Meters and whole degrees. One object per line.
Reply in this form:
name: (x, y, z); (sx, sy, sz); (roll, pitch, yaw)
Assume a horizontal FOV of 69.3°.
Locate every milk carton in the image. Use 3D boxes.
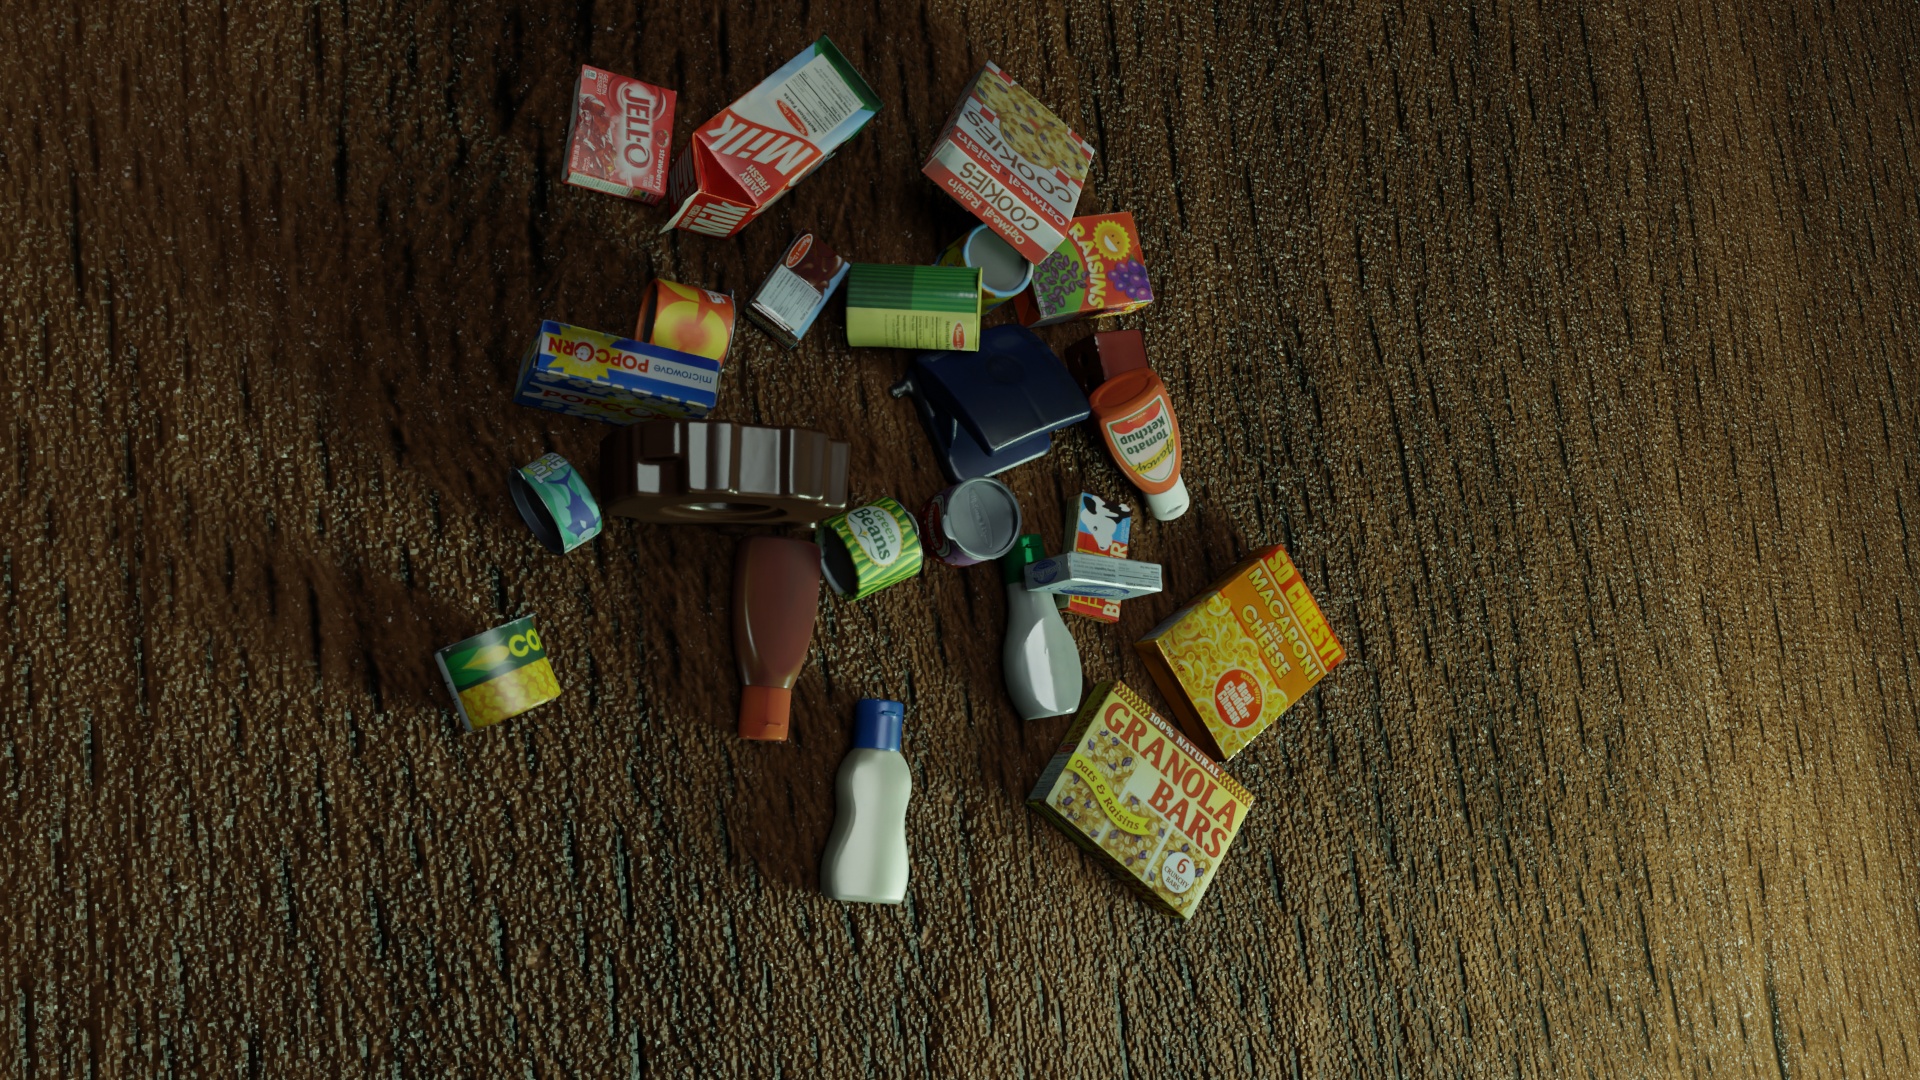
milk carton: (-0.156, -0.301, 1.074); (0.073, 0.072, 0.191); (49, 62, -11)

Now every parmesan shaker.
parmesan shaker: (-0.036, -0.186, 1.093); (0.103, 0.071, 0.071); (3, 78, 1)

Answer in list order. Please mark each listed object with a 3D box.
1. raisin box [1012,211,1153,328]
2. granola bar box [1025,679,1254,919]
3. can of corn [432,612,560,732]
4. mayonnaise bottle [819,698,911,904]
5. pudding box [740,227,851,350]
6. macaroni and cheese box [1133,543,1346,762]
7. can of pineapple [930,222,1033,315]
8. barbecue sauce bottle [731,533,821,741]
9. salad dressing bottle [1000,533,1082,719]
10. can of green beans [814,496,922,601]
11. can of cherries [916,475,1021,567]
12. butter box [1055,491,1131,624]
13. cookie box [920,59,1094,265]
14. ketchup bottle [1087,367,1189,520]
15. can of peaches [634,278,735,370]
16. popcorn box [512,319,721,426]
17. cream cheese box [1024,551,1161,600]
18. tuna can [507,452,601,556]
raisin box: (0.101, -0.237, 1.212); (0.124, 0.040, 0.086); (-13, 86, -29)
granola bar box: (0.150, 0.214, 1.150); (0.165, 0.039, 0.125); (41, 65, -14)
can of corn: (-0.305, 0.088, 0.923); (0.071, 0.071, 0.058); (-23, 92, -29)
mayonnaise bottle: (-0.067, 0.195, 1.042); (0.065, 0.041, 0.148); (12, 74, -27)
pudding box: (-0.129, -0.197, 1.091); (0.049, 0.030, 0.084); (37, 66, -15)
macaroni and cheese box: (0.247, 0.097, 1.222); (0.167, 0.040, 0.123); (-34, 96, -28)
can of pineapple: (0.018, -0.225, 1.156); (0.071, 0.057, 0.071); (5, 78, -26)
barbecue sauce bottle: (-0.140, 0.072, 1.026); (0.065, 0.043, 0.149); (11, 76, -31)
salad dressing bottle: (0.061, 0.070, 1.130); (0.064, 0.044, 0.148); (-4, 80, -29)
can of green beans: (-0.071, 0.006, 1.061); (0.058, 0.071, 0.071); (-23, 91, -28)
can of cherries: (0.004, -0.014, 1.108); (0.071, 0.058, 0.071); (5, 79, -27)
butter box: (0.113, 0.015, 1.178); (0.053, 0.024, 0.104); (15, 74, -24)
cookie box: (0.043, -0.316, 1.157); (0.123, 0.040, 0.168); (36, 39, -16)
ketchup bottle: (0.157, -0.076, 1.169); (0.065, 0.044, 0.148); (-28, 135, 3)
can of peaches: (-0.204, -0.158, 1.024); (0.058, 0.071, 0.071); (10, 76, -25)
popcorn box: (-0.243, -0.112, 0.984); (0.127, 0.085, 0.038); (11, 75, -25)
cream cheese box: (0.107, 0.029, 1.115); (0.104, 0.053, 0.024); (8, 73, -37)
tuna can: (-0.281, -0.027, 0.958); (0.033, 0.071, 0.071); (-35, 97, -29)
